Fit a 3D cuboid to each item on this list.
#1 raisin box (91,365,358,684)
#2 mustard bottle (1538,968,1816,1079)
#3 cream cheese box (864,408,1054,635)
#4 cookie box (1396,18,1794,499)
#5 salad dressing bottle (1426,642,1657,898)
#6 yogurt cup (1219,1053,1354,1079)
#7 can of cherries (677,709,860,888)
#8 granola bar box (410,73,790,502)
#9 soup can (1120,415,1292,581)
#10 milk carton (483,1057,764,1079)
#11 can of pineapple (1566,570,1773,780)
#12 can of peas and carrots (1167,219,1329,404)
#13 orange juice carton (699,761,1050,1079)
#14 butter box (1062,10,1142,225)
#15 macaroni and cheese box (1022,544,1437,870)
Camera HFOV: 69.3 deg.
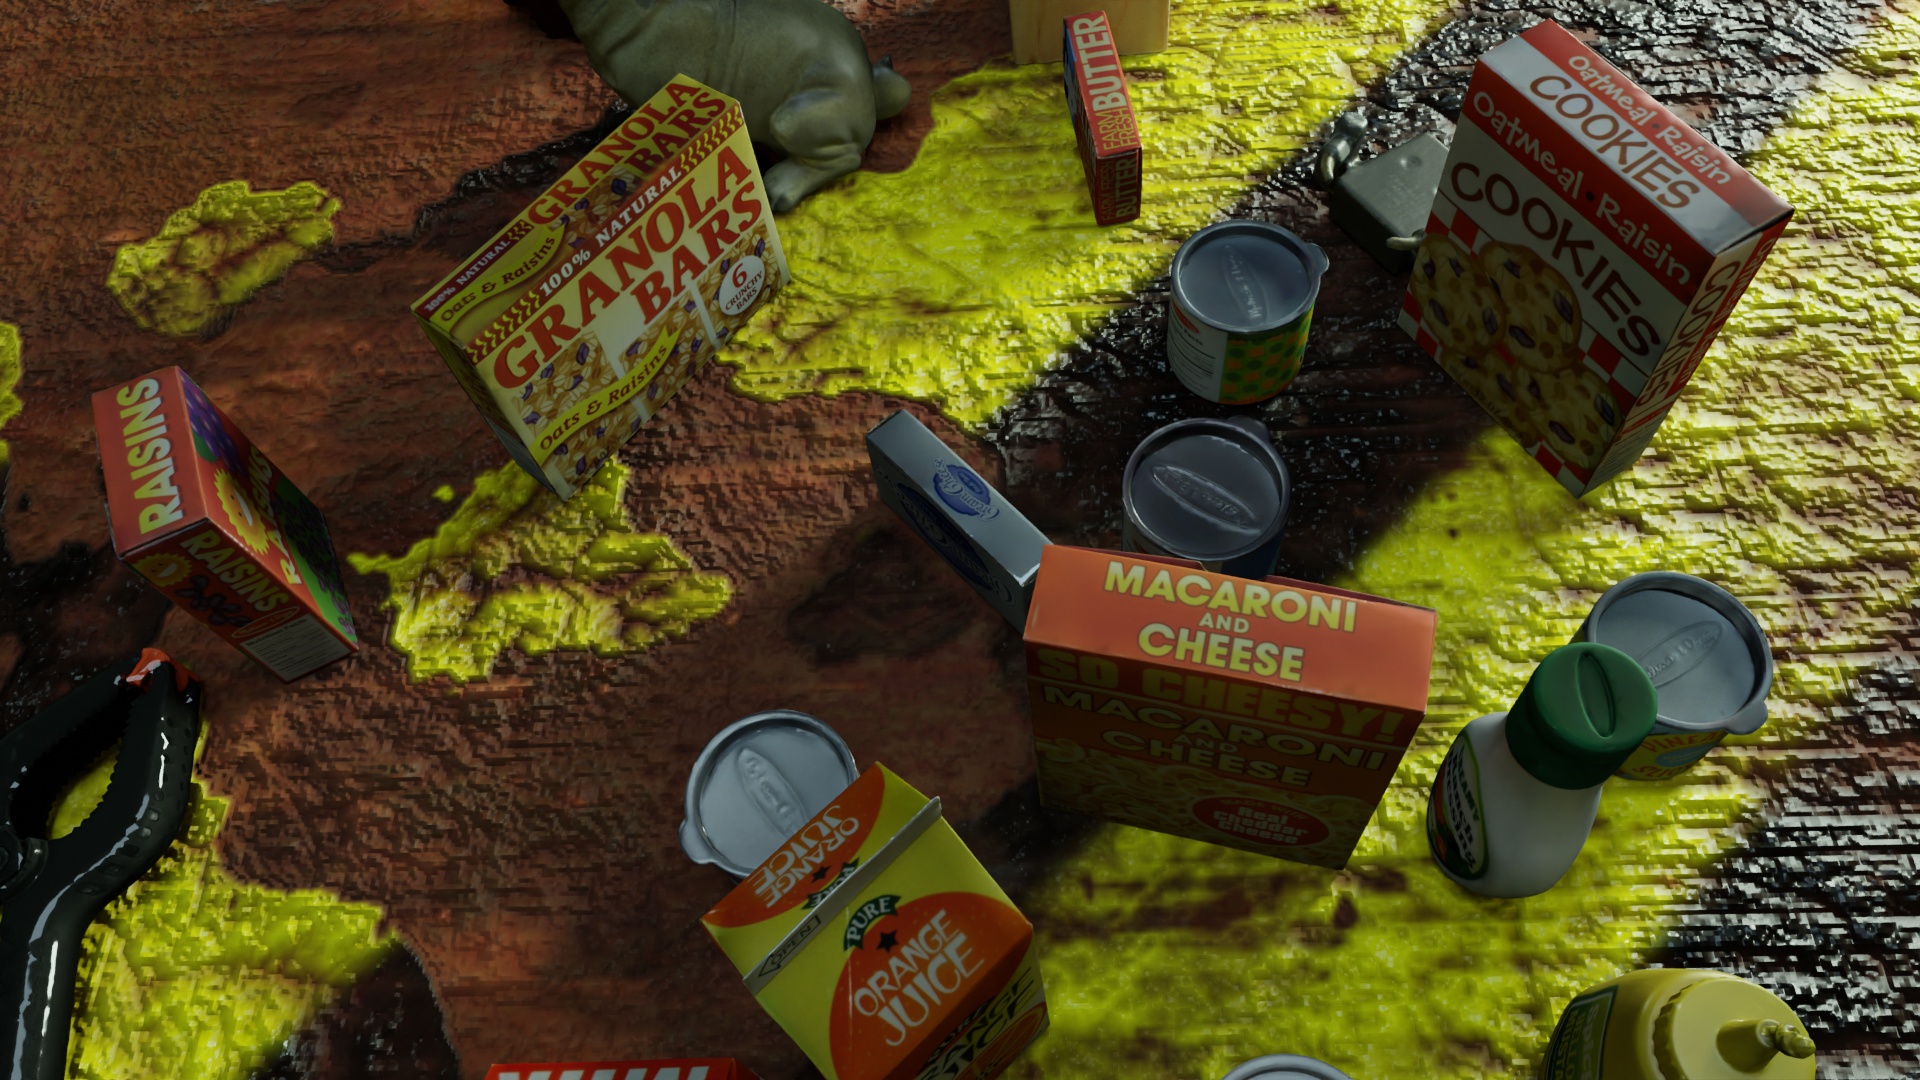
[{"bbox_3d":[-0.313,-0.004,0.595,0.040,0.123,0.086,-24,61,-8],"label":"raisin box"},{"bbox_3d":[0.221,0.162,0.428,0.049,0.159,0.065,15,63,14],"label":"mustard bottle"},{"bbox_3d":[0.002,-0.008,0.607,0.024,0.053,0.104,-39,64,-15],"label":"cream cheese box"},{"bbox_3d":[0.251,-0.111,0.576,0.040,0.166,0.123,-30,62,-11],"label":"cookie box"},{"bbox_3d":[0.199,0.081,0.483,0.044,0.147,0.064,-2,61,5],"label":"salad dressing bottle"},{"bbox_3d":[0.110,0.214,0.470,0.072,0.053,0.073,-2,60,4],"label":"yogurt cup"},{"bbox_3d":[-0.071,0.109,0.545,0.071,0.058,0.072,-2,60,4],"label":"can of cherries"},{"bbox_3d":[-0.158,-0.115,0.643,0.039,0.123,0.166,33,68,21],"label":"granola bar box"},{"bbox_3d":[0.101,-0.003,0.577,0.071,0.083,0.071,-2,61,4],"label":"soup can"},{"bbox_3d":[-0.093,0.202,0.418,0.072,0.189,0.074,-3,61,4],"label":"milk carton"},{"bbox_3d":[0.271,0.056,0.542,0.071,0.057,0.071,-2,60,4],"label":"can of pineapple"},{"bbox_3d":[0.132,-0.106,0.647,0.071,0.058,0.071,-2,60,4],"label":"can of peas and carrots"},{"bbox_3d":[-0.023,0.136,0.447,0.072,0.191,0.073,-40,65,-16],"label":"orange juice carton"},{"bbox_3d":[0.073,-0.219,0.721,0.024,0.053,0.104,-9,60,1],"label":"butter box"},{"bbox_3d":[0.088,0.064,0.493,0.124,0.165,0.040,10,62,11],"label":"macaroni and cheese box"}]
